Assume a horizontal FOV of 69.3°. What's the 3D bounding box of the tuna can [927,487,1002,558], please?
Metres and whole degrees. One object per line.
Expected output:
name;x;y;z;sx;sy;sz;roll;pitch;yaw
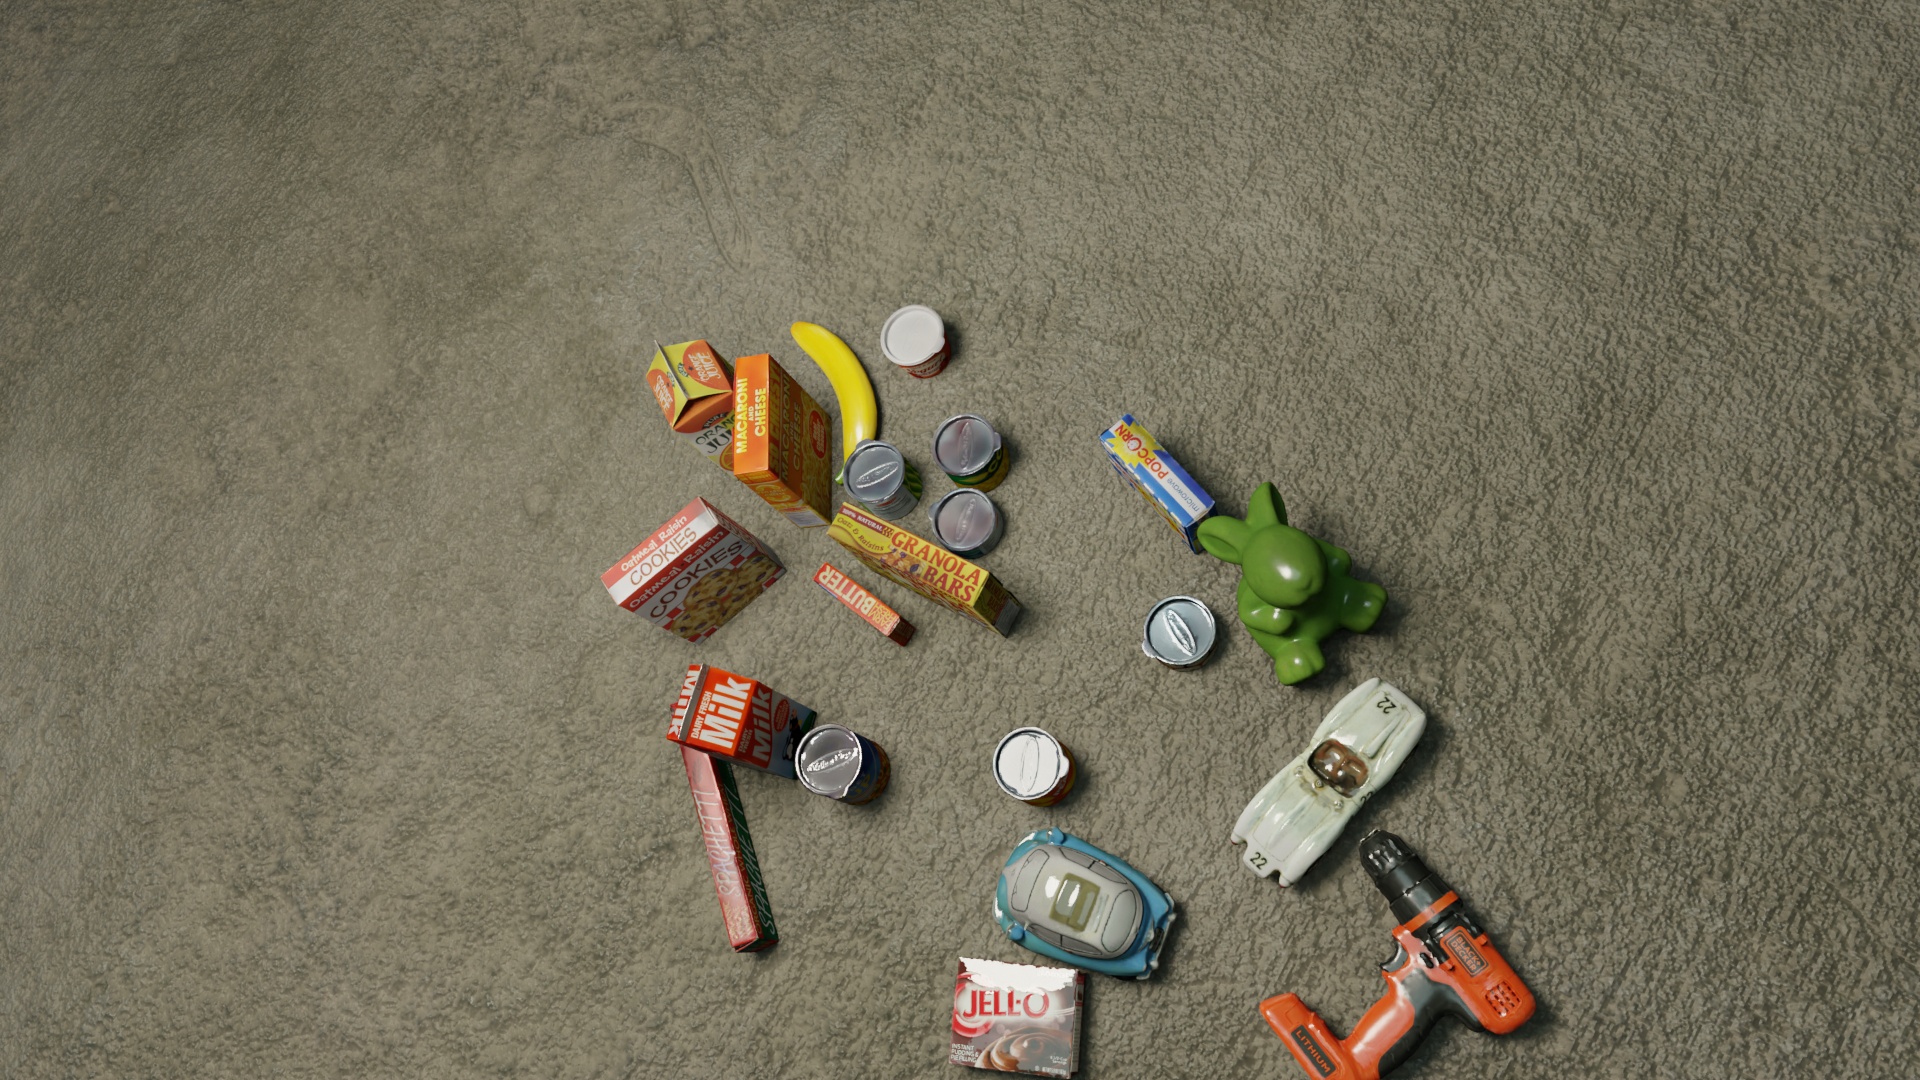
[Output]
tuna can;0.005;-0.017;1.378;0.071;0.032;0.071;-5;71;15

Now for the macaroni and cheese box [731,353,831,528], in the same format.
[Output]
macaroni and cheese box;-0.176;-0.096;1.386;0.040;0.166;0.124;-8;70;15

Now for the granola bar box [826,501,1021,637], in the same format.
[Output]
granola bar box;-0.032;0.028;1.324;0.166;0.124;0.039;26;82;23

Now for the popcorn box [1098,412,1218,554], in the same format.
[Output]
popcorn box;0.190;-0.053;1.306;0.038;0.085;0.127;-41;66;1

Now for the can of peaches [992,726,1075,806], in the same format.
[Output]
can of peaches;0.070;0.208;1.269;0.071;0.058;0.071;-5;71;15

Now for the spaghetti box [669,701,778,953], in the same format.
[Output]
spaghetti box;-0.230;0.273;1.342;0.028;0.050;0.251;-24;67;8

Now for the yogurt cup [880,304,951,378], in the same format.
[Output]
yogurt cup;-0.043;-0.204;1.444;0.072;0.054;0.072;-5;71;15

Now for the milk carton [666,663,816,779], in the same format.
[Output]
milk carton;-0.209;0.168;1.294;0.073;0.190;0.072;10;76;20

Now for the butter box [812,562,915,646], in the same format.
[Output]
butter box;-0.095;0.063;1.370;0.103;0.053;0.024;35;85;24

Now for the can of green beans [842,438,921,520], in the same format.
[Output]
can of green beans;-0.078;-0.060;1.404;0.071;0.057;0.071;-5;71;15

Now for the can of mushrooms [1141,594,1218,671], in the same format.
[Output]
can of mushrooms;0.202;0.087;1.283;0.071;0.033;0.071;-5;71;15

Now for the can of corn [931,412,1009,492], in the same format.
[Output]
can of corn;0.014;-0.086;1.385;0.071;0.058;0.071;-5;71;15

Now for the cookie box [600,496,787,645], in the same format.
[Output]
cookie box;-0.259;0.033;1.368;0.123;0.167;0.040;-40;66;1

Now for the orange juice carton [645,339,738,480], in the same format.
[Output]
orange juice carton;-0.252;-0.138;1.409;0.073;0.192;0.072;-32;66;5

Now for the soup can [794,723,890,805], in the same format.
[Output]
soup can;-0.109;0.215;1.307;0.071;0.083;0.071;-5;71;15
